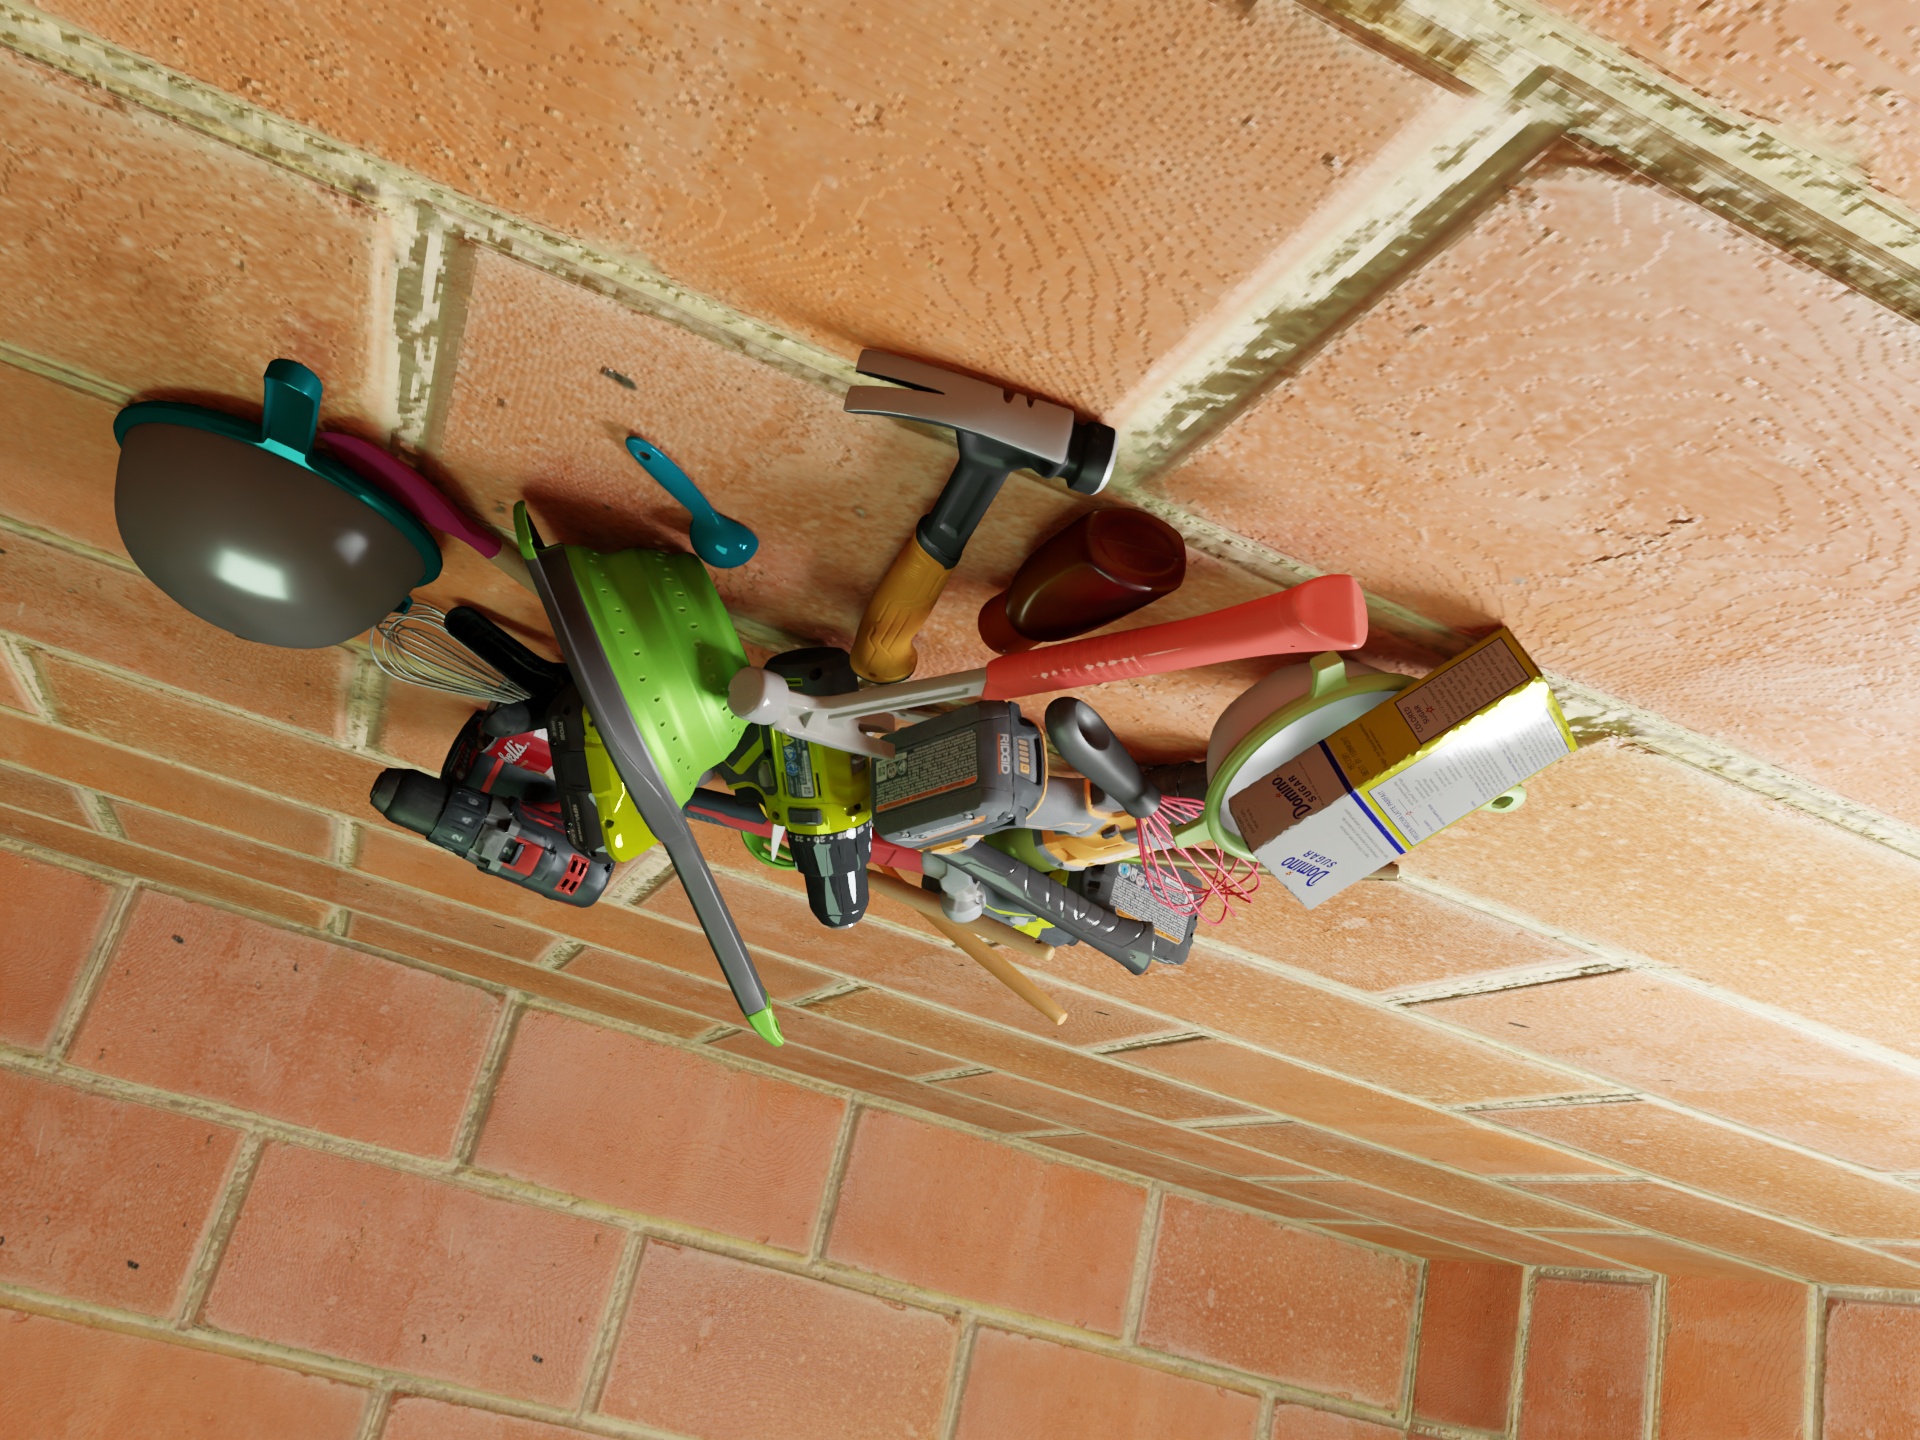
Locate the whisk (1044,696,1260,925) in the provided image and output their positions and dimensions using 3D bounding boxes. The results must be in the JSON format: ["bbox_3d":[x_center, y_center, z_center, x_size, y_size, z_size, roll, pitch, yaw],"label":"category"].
[{"bbox_3d":[0.115,0.055,0.947,0.073,0.073,0.295,2,156,29],"label":"whisk"}]

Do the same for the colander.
[{"bbox_3d":[-0.156,0.033,1.003,0.205,0.094,0.396,-130,18,-64],"label":"colander"}]

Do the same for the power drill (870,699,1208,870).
[{"bbox_3d":[0.076,0.047,1.065,0.226,0.084,0.185,15,156,-42],"label":"power drill"}]

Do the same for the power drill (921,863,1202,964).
[{"bbox_3d":[0.095,0.160,1.380,0.171,0.080,0.223,29,158,-31],"label":"power drill"}]

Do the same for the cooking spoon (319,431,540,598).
[{"bbox_3d":[-0.289,-0.100,1.043,0.069,0.017,0.318,13,162,35],"label":"cooking spoon"}]

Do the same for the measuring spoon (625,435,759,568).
[{"bbox_3d":[-0.157,-0.119,0.903,0.042,0.021,0.128,4,158,24],"label":"measuring spoon"}]

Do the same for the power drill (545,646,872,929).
[{"bbox_3d":[-0.164,0.047,1.104,0.228,0.190,0.080,1,-163,25],"label":"power drill"}]

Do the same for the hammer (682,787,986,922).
[{"bbox_3d":[-0.165,0.074,1.353,0.386,0.038,0.143,11,137,21],"label":"hammer"}]

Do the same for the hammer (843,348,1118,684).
[{"bbox_3d":[-0.025,-0.091,0.876,0.127,0.034,0.336,17,159,-8],"label":"hammer"}]

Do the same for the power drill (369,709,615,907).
[{"bbox_3d":[-0.379,0.064,1.286,0.187,0.080,0.227,26,-173,-22],"label":"power drill"}]

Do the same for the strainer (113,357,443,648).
[{"bbox_3d":[-0.421,-0.116,0.952,0.211,0.095,0.340,25,161,-19],"label":"strainer"}]

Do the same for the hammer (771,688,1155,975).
[{"bbox_3d":[0.013,0.109,1.192,0.334,0.035,0.146,31,118,-21],"label":"hammer"}]

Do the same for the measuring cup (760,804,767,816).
[{"bbox_3d":[-0.150,0.040,1.245,0.029,0.062,0.156,-6,153,0],"label":"measuring cup"}]

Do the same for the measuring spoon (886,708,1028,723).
[{"bbox_3d":[-0.002,-0.004,1.116,0.124,0.018,0.034,9,163,32],"label":"measuring spoon"}]

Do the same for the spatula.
[{"bbox_3d":[-0.033,0.181,1.445,0.323,0.041,0.081,36,170,27],"label":"spatula"}]

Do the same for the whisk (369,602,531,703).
[{"bbox_3d":[-0.334,-0.017,1.215,0.246,0.059,0.058,31,179,-31],"label":"whisk"}]

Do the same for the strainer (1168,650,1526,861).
[{"bbox_3d":[0.241,0.016,0.947,0.256,0.069,0.151,9,131,-35],"label":"strainer"}]

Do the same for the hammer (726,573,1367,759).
[{"bbox_3d":[0.050,-0.025,0.873,0.359,0.037,0.149,-10,164,34],"label":"hammer"}]

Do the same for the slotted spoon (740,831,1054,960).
[{"bbox_3d":[-0.059,0.146,1.375,0.314,0.070,0.031,19,123,25],"label":"slotted spoon"}]

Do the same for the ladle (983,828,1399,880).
[{"bbox_3d":[0.173,0.094,1.225,0.320,0.062,0.078,3,157,9],"label":"ladle"}]
